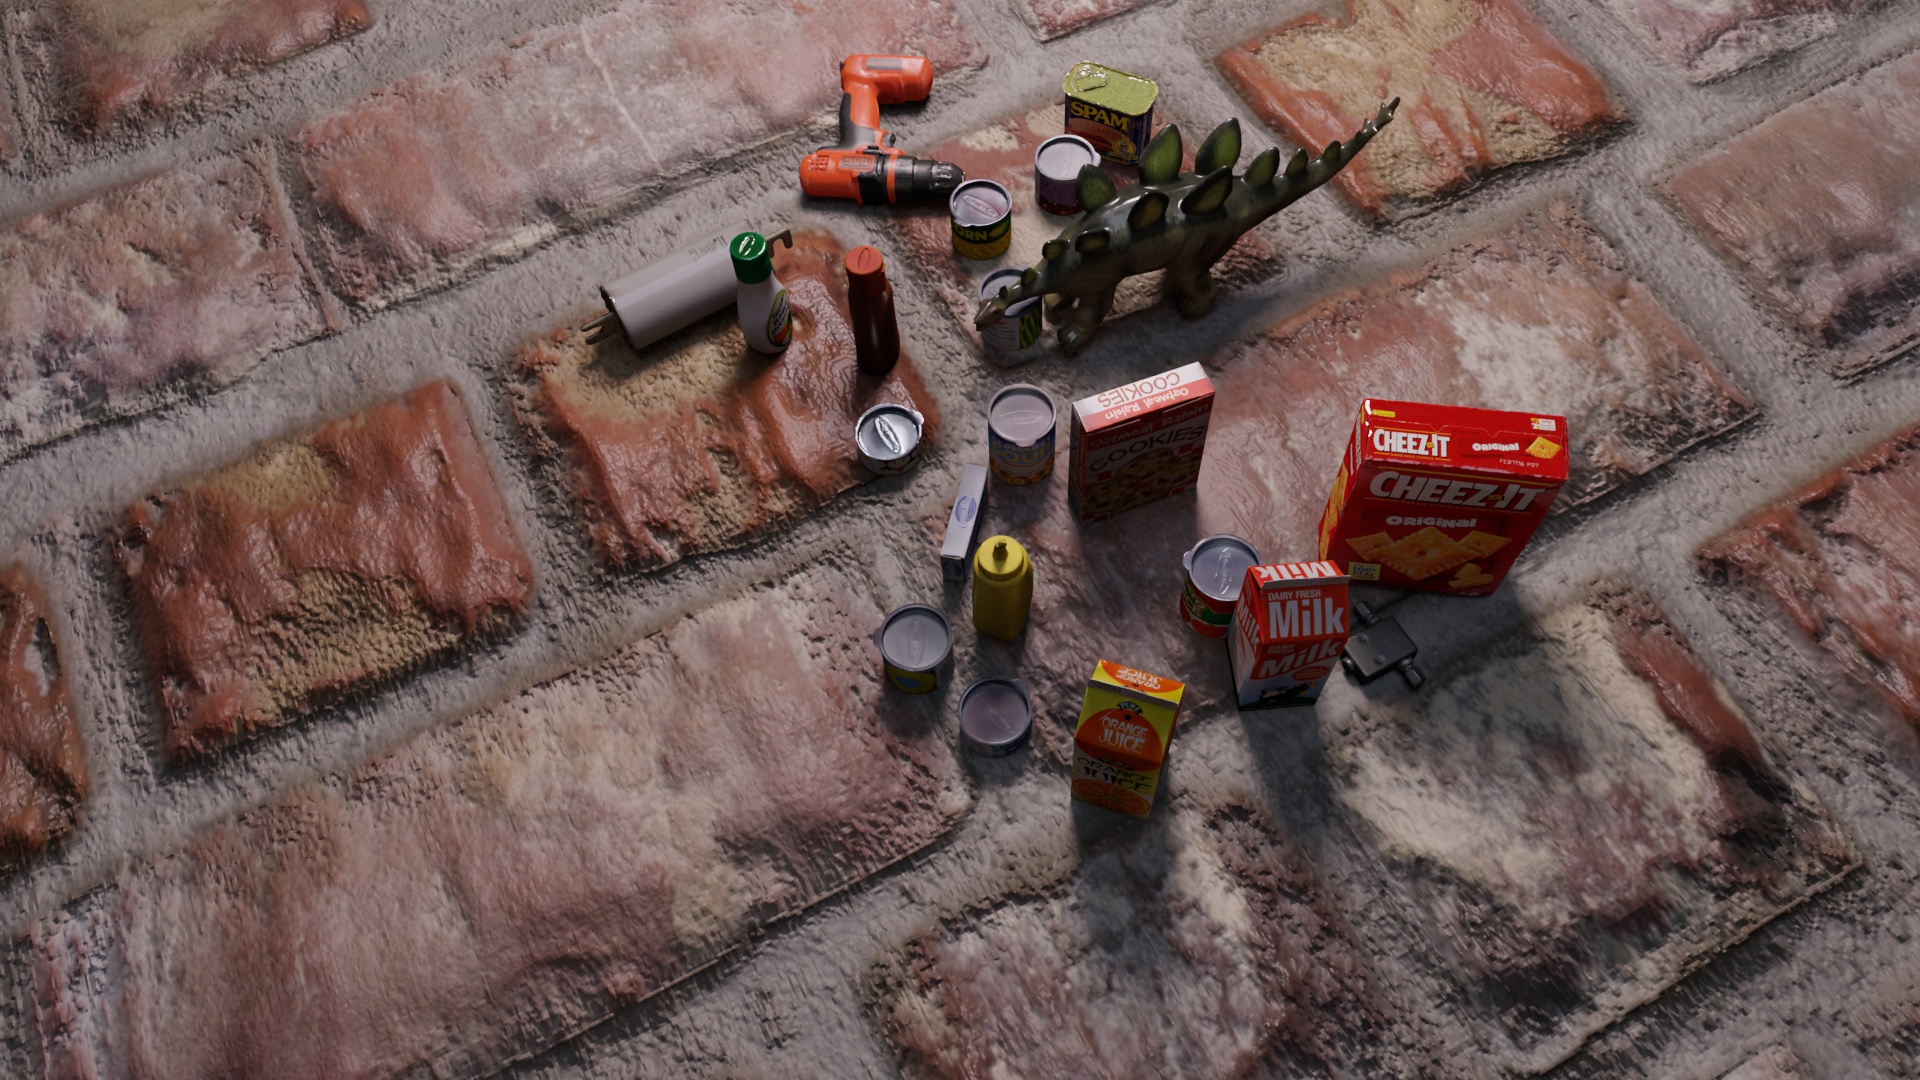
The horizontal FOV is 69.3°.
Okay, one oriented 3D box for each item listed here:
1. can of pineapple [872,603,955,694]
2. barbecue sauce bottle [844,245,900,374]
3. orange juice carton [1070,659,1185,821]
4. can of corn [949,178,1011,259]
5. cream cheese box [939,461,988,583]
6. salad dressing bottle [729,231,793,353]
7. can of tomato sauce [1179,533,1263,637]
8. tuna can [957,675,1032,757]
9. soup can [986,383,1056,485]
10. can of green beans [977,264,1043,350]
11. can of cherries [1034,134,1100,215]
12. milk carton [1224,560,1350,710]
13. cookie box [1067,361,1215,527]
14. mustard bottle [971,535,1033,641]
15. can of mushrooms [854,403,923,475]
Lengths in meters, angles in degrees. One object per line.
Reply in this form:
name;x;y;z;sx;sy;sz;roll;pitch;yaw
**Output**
can of pineapple;-0.040;0.098;1.251;0.071;0.057;0.071;-1;61;2
barbecue sauce bottle;-0.088;-0.232;1.383;0.044;0.148;0.065;7;62;7
orange juice carton;0.135;0.158;1.132;0.072;0.191;0.073;16;64;11
can of corn;0.020;-0.342;1.490;0.071;0.058;0.071;-1;61;2
cream cheese box;0.005;-0.016;1.314;0.024;0.053;0.104;10;62;8
salad dressing bottle;-0.202;-0.248;1.398;0.044;0.147;0.064;17;64;12
can of tomato sauce;0.232;0.042;1.254;0.071;0.082;0.071;-1;61;2
tuna can;0.033;0.155;1.230;0.071;0.032;0.071;-1;61;2
soup can;0.059;-0.099;1.339;0.071;0.083;0.071;-1;61;2
can of green beans;0.052;-0.239;1.432;0.071;0.057;0.071;-1;61;2
can of cherries;0.116;-0.398;1.516;0.071;0.058;0.072;-1;61;2
milk carton;0.276;0.074;1.173;0.072;0.189;0.074;-5;61;0
cookie box;0.164;-0.085;1.279;0.123;0.166;0.040;-19;62;-7
mustard bottle;0.036;0.034;1.224;0.049;0.159;0.065;16;63;11
can of mushrooms;-0.068;-0.100;1.375;0.071;0.033;0.071;-1;61;2
